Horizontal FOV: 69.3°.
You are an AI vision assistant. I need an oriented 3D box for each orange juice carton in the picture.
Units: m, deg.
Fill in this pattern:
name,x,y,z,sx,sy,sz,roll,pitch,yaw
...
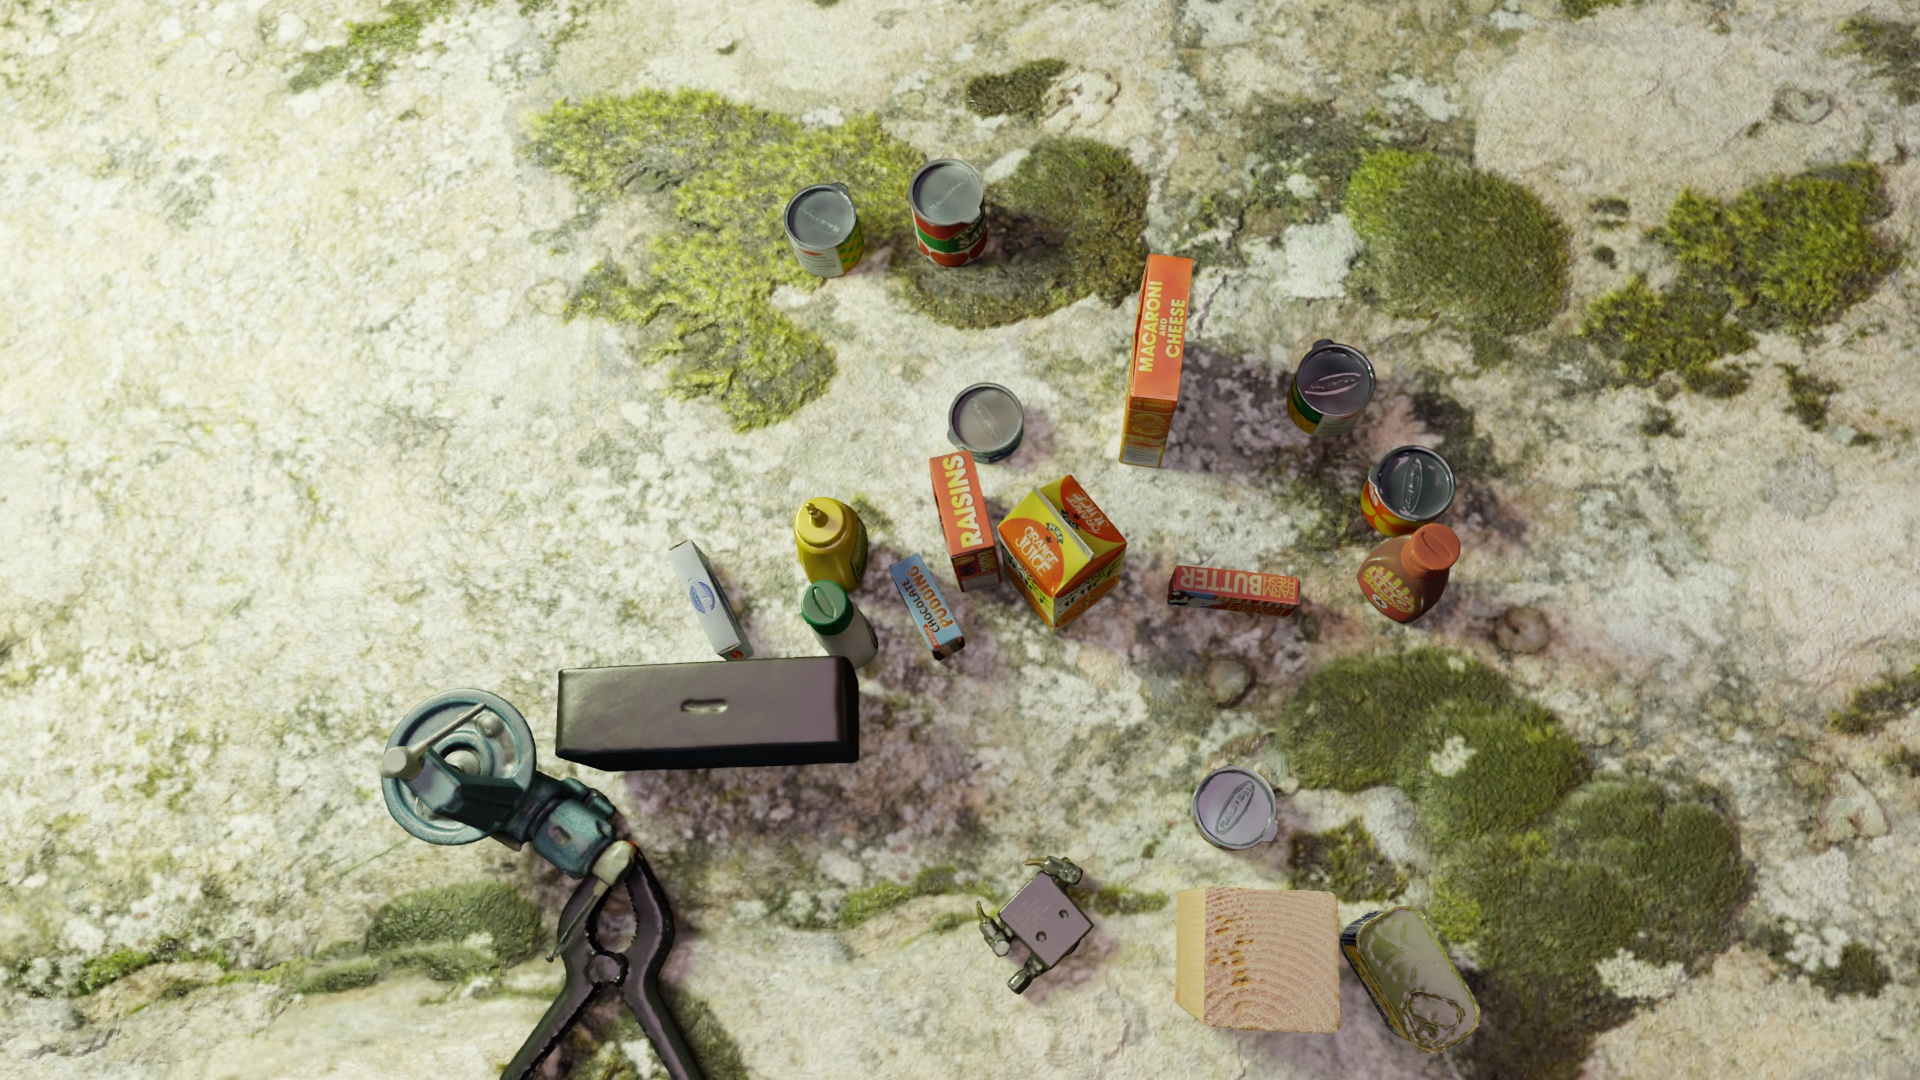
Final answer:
name,x,y,z,sx,sy,sz,roll,pitch,yaw
orange juice carton,0.080,0.009,1.102,0.073,0.192,0.072,-36,76,-6

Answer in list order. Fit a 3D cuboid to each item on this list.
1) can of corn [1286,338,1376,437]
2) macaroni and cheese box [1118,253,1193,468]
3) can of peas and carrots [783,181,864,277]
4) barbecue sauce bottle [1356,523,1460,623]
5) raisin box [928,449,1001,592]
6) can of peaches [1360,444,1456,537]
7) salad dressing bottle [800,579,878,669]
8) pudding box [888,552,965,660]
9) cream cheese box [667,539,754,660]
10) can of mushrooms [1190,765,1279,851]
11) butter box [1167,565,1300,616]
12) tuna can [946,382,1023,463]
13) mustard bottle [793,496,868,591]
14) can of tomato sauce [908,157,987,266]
name,x,y,z,sx,sy,sz,roll,pitch,yaw
can of corn,0.317,-0.131,1.196,0.071,0.058,0.071,-1,74,3
macaroni and cheese box,0.160,-0.144,1.154,0.040,0.166,0.124,7,75,6
can of peas and carrots,-0.122,-0.284,1.266,0.071,0.058,0.071,-1,74,3
barbecue sauce bottle,0.359,0.023,1.103,0.044,0.148,0.065,-41,76,-7
raisin box,0.004,-0.014,1.149,0.040,0.123,0.086,-13,74,0
can of peaches,0.373,-0.041,1.168,0.071,0.058,0.071,-1,74,3
salad dressing bottle,-0.099,0.067,1.120,0.044,0.147,0.064,-32,75,-5
pudding box,-0.028,0.056,1.169,0.030,0.049,0.084,-28,75,-4
cream cheese box,-0.212,0.053,1.179,0.024,0.053,0.104,-28,75,-4
can of mushrooms,0.221,0.217,1.117,0.071,0.033,0.071,-1,74,3
butter box,0.227,0.042,1.156,0.103,0.053,0.024,6,75,5
tuna can,0.021,-0.101,1.219,0.071,0.032,0.071,-1,74,3
mustard bottle,-0.107,-0.002,1.133,0.049,0.160,0.065,6,75,5
can of tomato sauce,-0.008,-0.292,1.249,0.071,0.083,0.071,-1,75,3
